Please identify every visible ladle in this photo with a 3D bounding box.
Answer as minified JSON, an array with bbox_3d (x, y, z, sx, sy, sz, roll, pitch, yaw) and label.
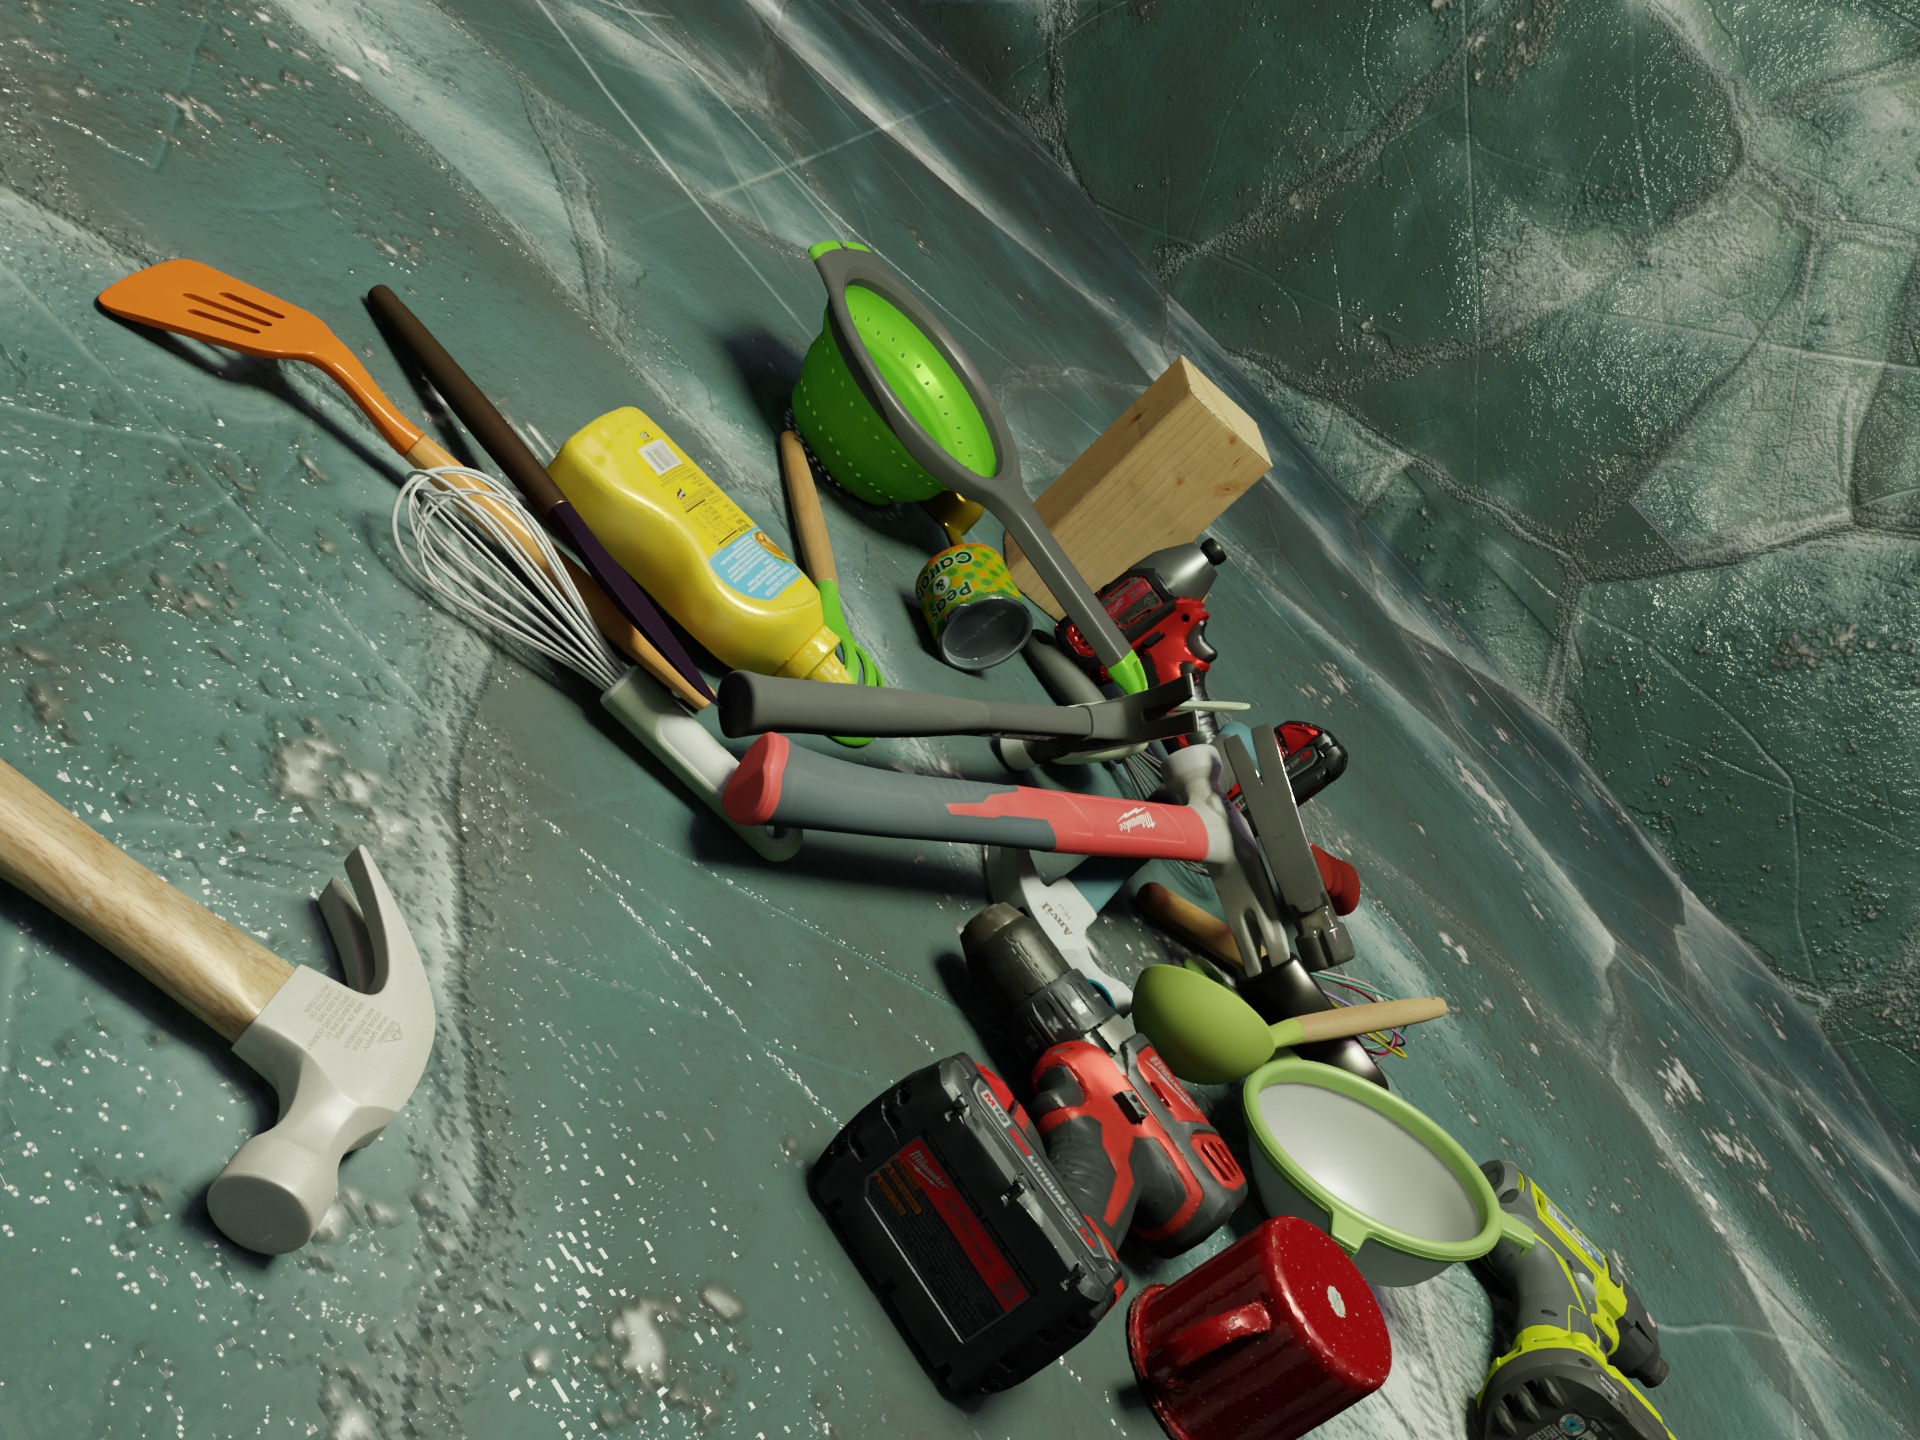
[{"bbox_3d":[0.208,0.165,0.919,0.078,0.062,0.320,10,3,42],"label":"ladle"}]

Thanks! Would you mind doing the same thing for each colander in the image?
[{"bbox_3d":[-0.007,-0.158,1.155,0.397,0.094,0.204,55,24,-3],"label":"colander"}]

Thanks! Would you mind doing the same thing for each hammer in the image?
[{"bbox_3d":[0.120,0.070,0.997,0.128,0.033,0.331,49,35,6],"label":"hammer"},{"bbox_3d":[-0.297,0.014,0.464,0.331,0.031,0.130,40,25,-13],"label":"hammer"},{"bbox_3d":[-0.001,-0.003,0.869,0.334,0.146,0.035,4,76,-52],"label":"hammer"},{"bbox_3d":[0.040,0.066,0.838,0.386,0.038,0.143,9,56,-46],"label":"hammer"},{"bbox_3d":[0.244,0.096,1.104,0.359,0.036,0.149,23,48,-71],"label":"hammer"}]

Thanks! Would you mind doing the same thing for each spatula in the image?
[{"bbox_3d":[-0.246,-0.108,0.757,0.322,0.041,0.081,43,23,-18],"label":"spatula"},{"bbox_3d":[-0.213,-0.120,0.785,0.316,0.018,0.059,48,-2,23],"label":"spatula"}]

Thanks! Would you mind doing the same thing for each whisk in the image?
[{"bbox_3d":[-0.162,-0.023,0.732,0.246,0.059,0.058,46,62,-13],"label":"whisk"},{"bbox_3d":[0.121,0.021,1.134,0.239,0.055,0.055,51,24,21],"label":"whisk"},{"bbox_3d":[0.213,0.169,1.058,0.244,0.051,0.047,32,33,-23],"label":"whisk"}]

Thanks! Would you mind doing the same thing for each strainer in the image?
[{"bbox_3d":[0.188,0.233,0.907,0.151,0.069,0.257,11,22,-32],"label":"strainer"}]

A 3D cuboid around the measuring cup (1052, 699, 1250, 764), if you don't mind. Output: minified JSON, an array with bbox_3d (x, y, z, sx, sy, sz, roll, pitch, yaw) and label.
[{"bbox_3d":[0.121,0.007,1.035,0.083,0.168,0.038,-11,97,-42],"label":"measuring cup"}]

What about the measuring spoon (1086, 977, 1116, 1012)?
[{"bbox_3d":[0.087,0.186,0.851,0.128,0.021,0.042,47,63,-19],"label":"measuring spoon"}]

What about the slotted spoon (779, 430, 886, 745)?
[{"bbox_3d":[-0.089,-0.099,0.996,0.070,0.031,0.314,32,26,-34],"label":"slotted spoon"}]

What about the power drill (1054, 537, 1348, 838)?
[{"bbox_3d":[0.185,-0.025,1.190,0.220,0.143,0.078,54,8,13],"label":"power drill"}]

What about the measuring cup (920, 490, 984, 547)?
[{"bbox_3d":[0.008,-0.142,1.219,0.062,0.029,0.157,24,31,-41],"label":"measuring cup"}]

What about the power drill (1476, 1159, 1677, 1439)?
[{"bbox_3d":[0.370,0.382,0.942,0.171,0.080,0.223,46,21,-1],"label":"power drill"}]

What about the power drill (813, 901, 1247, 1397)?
[{"bbox_3d":[0.030,0.173,0.707,0.188,0.080,0.226,53,22,15],"label":"power drill"}]
